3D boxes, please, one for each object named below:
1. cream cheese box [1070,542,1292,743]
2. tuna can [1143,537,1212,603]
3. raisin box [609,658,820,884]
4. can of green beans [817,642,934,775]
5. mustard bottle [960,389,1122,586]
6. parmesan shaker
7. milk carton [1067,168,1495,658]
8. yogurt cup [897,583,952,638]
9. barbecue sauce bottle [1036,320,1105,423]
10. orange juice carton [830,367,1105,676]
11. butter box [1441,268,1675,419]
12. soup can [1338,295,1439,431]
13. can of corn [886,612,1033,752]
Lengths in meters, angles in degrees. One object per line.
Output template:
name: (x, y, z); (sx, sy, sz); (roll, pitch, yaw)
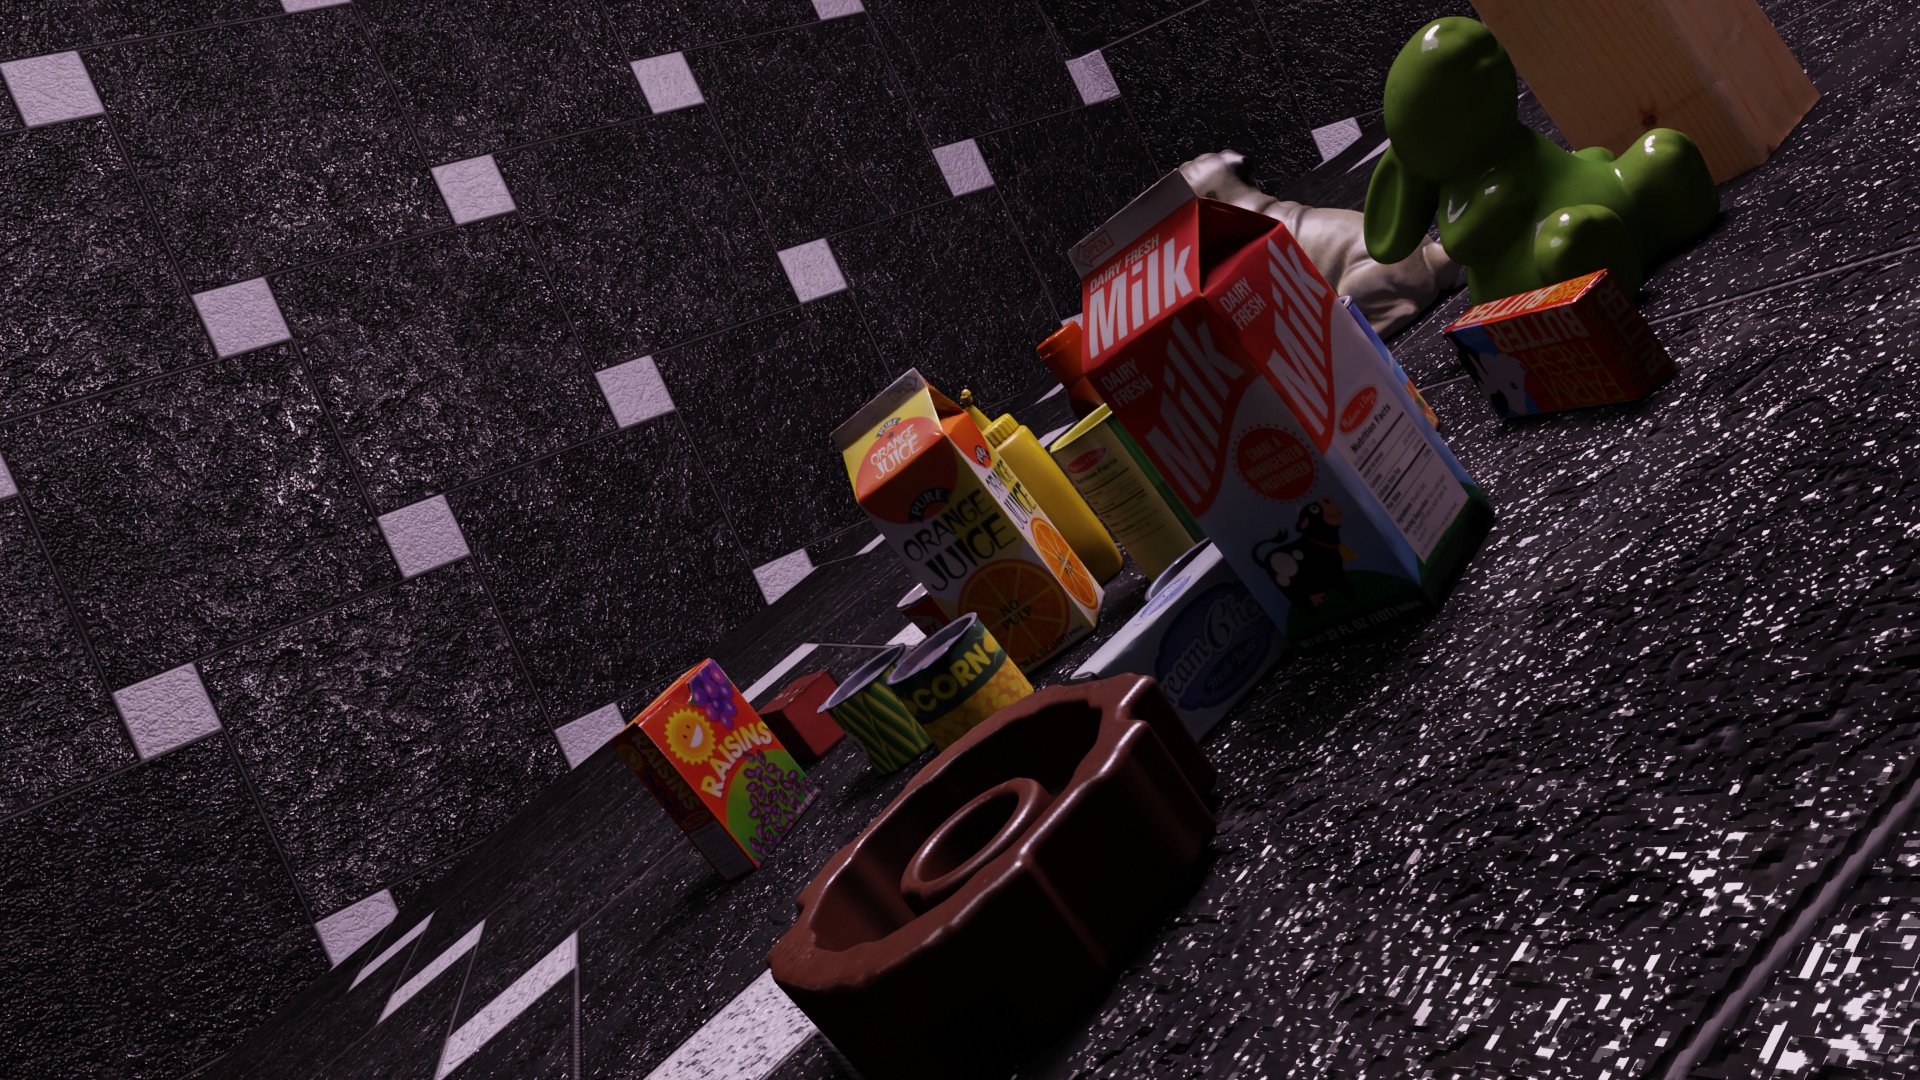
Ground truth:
cream cheese box: (0.100, 0.044, 0.582); (0.104, 0.053, 0.024); (-40, 7, -21)
tuna can: (0.126, 0.023, 0.680); (0.071, 0.033, 0.071); (-37, 7, 5)
raisin box: (-0.162, 0.152, 0.925); (0.040, 0.123, 0.086); (-33, 8, 36)
can of green beans: (-0.044, 0.108, 0.889); (0.071, 0.058, 0.071); (-37, 6, 5)
mustard bottle: (0.047, -0.036, 0.946); (0.049, 0.160, 0.065); (-38, 6, -1)
parmesan shaker: (0.110, -0.032, 0.840); (0.071, 0.103, 0.071); (-37, 6, 5)
milk carton: (0.120, -0.055, 0.556); (0.074, 0.190, 0.072); (-43, 8, -39)
yogurt cup: (-0.008, 0.052, 1.093); (0.072, 0.054, 0.072); (-37, 6, 5)
barbecue sauce bottle: (0.115, -0.097, 1.049); (0.044, 0.148, 0.064); (-41, 7, -23)
orange juice carton: (0.003, -0.011, 0.866); (0.071, 0.192, 0.073); (-36, 7, 18)
butter box: (0.261, -0.084, 0.612); (0.024, 0.053, 0.103); (-39, 7, -8)
soup can: (0.202, -0.076, 0.735); (0.071, 0.083, 0.071); (-37, 6, 5)
can of corn: (0.000, 0.085, 0.807); (0.071, 0.058, 0.071); (-37, 6, 5)
